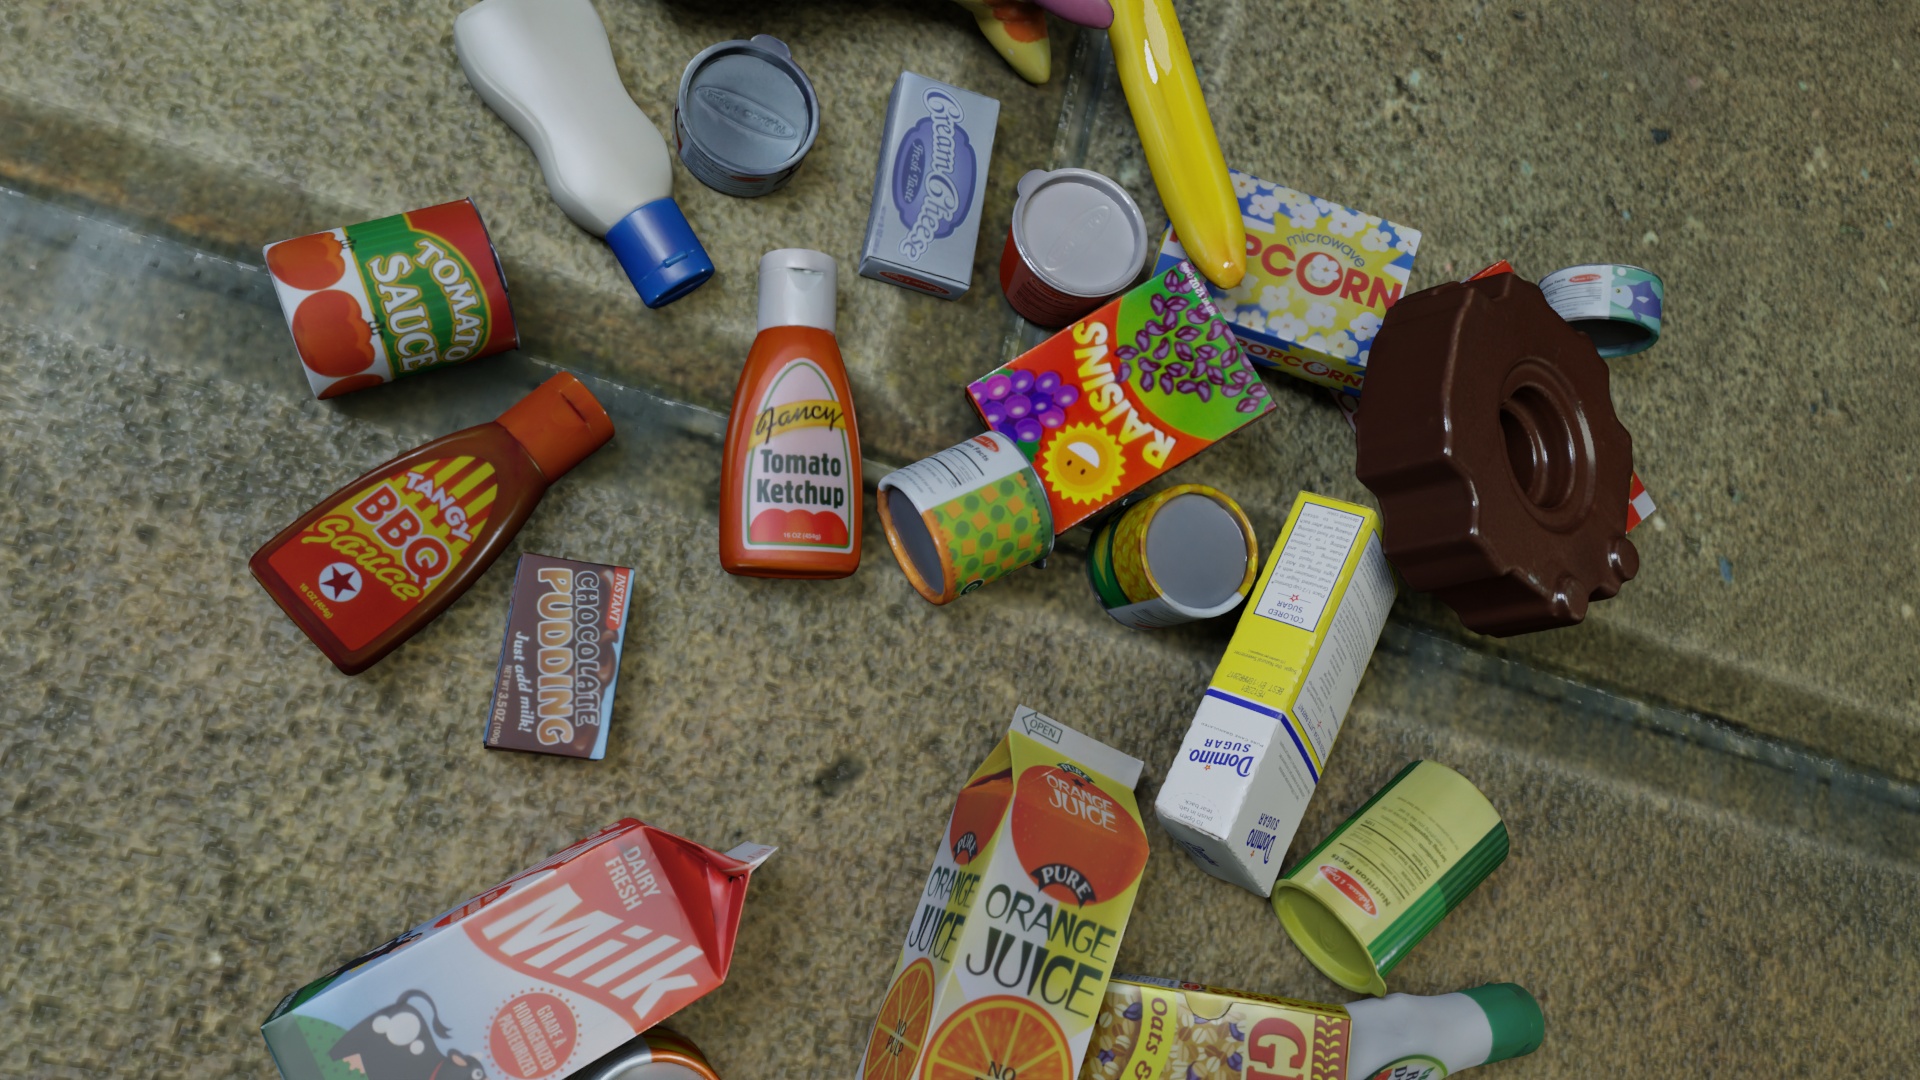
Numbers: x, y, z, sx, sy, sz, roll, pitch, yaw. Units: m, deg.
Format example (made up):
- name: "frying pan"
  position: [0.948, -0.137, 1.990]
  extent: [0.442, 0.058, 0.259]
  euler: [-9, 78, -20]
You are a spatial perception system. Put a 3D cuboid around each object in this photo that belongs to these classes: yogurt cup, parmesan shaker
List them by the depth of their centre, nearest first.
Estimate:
- name: "yogurt cup"
  position: [0.052, -0.141, 0.686]
  extent: [0.072, 0.053, 0.072]
  euler: [4, 72, -13]
- name: "parmesan shaker"
  position: [0.216, 0.167, 0.690]
  extent: [0.103, 0.071, 0.071]
  euler: [-34, 94, -22]

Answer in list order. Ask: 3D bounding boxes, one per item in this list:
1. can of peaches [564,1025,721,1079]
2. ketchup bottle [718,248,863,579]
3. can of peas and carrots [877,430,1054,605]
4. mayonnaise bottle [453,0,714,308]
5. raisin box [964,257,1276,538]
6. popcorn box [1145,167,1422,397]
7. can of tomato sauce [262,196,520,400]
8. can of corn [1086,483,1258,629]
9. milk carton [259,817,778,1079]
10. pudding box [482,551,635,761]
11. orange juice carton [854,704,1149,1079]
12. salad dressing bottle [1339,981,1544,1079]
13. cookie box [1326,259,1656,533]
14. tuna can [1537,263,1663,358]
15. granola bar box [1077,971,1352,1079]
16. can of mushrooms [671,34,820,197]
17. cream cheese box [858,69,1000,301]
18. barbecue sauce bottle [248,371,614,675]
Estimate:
- name: "can of peaches"
  position: [-0.126, 0.237, 0.563]
  extent: [0.071, 0.058, 0.071]
  euler: [3, 80, -19]
- name: "ketchup bottle"
  position: [-0.076, -0.057, 0.637]
  extent: [0.065, 0.043, 0.149]
  euler: [4, 80, -19]
- name: "can of peas and carrots"
  position: [0.002, -0.008, 0.645]
  extent: [0.059, 0.071, 0.071]
  euler: [-24, 90, -21]
- name: "mayonnaise bottle"
  position: [-0.165, -0.177, 0.627]
  extent: [0.065, 0.041, 0.148]
  euler: [-32, 94, -20]
- name: "raisin box"
  position: [0.076, -0.068, 0.671]
  extent: [0.123, 0.040, 0.086]
  euler: [-30, 88, 0]
- name: "popcorn box"
  position: [0.164, -0.136, 0.718]
  extent: [0.127, 0.038, 0.085]
  euler: [19, 73, 4]
- name: "can of tomato sauce"
  position: [-0.233, -0.099, 0.574]
  extent: [0.083, 0.071, 0.071]
  euler: [-20, 88, -21]
- name: "can of corn"
  position: [0.103, 0.006, 0.682]
  extent: [0.071, 0.058, 0.071]
  euler: [3, 80, -19]
- name: "milk carton"
  position: [-0.163, 0.169, 0.554]
  extent: [0.191, 0.072, 0.073]
  euler: [-26, 90, -21]
- name: "pudding box"
  position: [-0.171, 0.050, 0.593]
  extent: [0.050, 0.030, 0.084]
  euler: [11, 78, -18]
- name: "orange juice carton"
  position: [0.023, 0.175, 0.618]
  extent: [0.072, 0.073, 0.193]
  euler: [25, 73, -14]
- name: "salad dressing bottle"
  position: [0.224, 0.248, 0.687]
  extent: [0.148, 0.064, 0.044]
  euler: [-1, 45, -27]
- name: "cookie box"
  position: [0.294, -0.054, 0.769]
  extent: [0.123, 0.040, 0.167]
  euler: [-33, 93, -21]
- name: "tuna can"
  position: [0.366, -0.130, 0.794]
  extent: [0.071, 0.071, 0.033]
  euler: [13, 78, -17]
- name: "granola bar box"
  position: [0.104, 0.285, 0.617]
  extent: [0.124, 0.039, 0.166]
  euler: [5, 78, 12]
- name: "can of mushrooms"
  position: [-0.101, -0.201, 0.657]
  extent: [0.071, 0.033, 0.071]
  euler: [3, 80, -18]
- name: "cream cheese box"
  position: [-0.015, -0.176, 0.688]
  extent: [0.053, 0.024, 0.104]
  euler: [13, 77, -18]
- name: "barbecue sauce bottle"
  position: [-0.214, -0.013, 0.581]
  extent: [0.149, 0.043, 0.065]
  euler: [-42, 96, -21]
